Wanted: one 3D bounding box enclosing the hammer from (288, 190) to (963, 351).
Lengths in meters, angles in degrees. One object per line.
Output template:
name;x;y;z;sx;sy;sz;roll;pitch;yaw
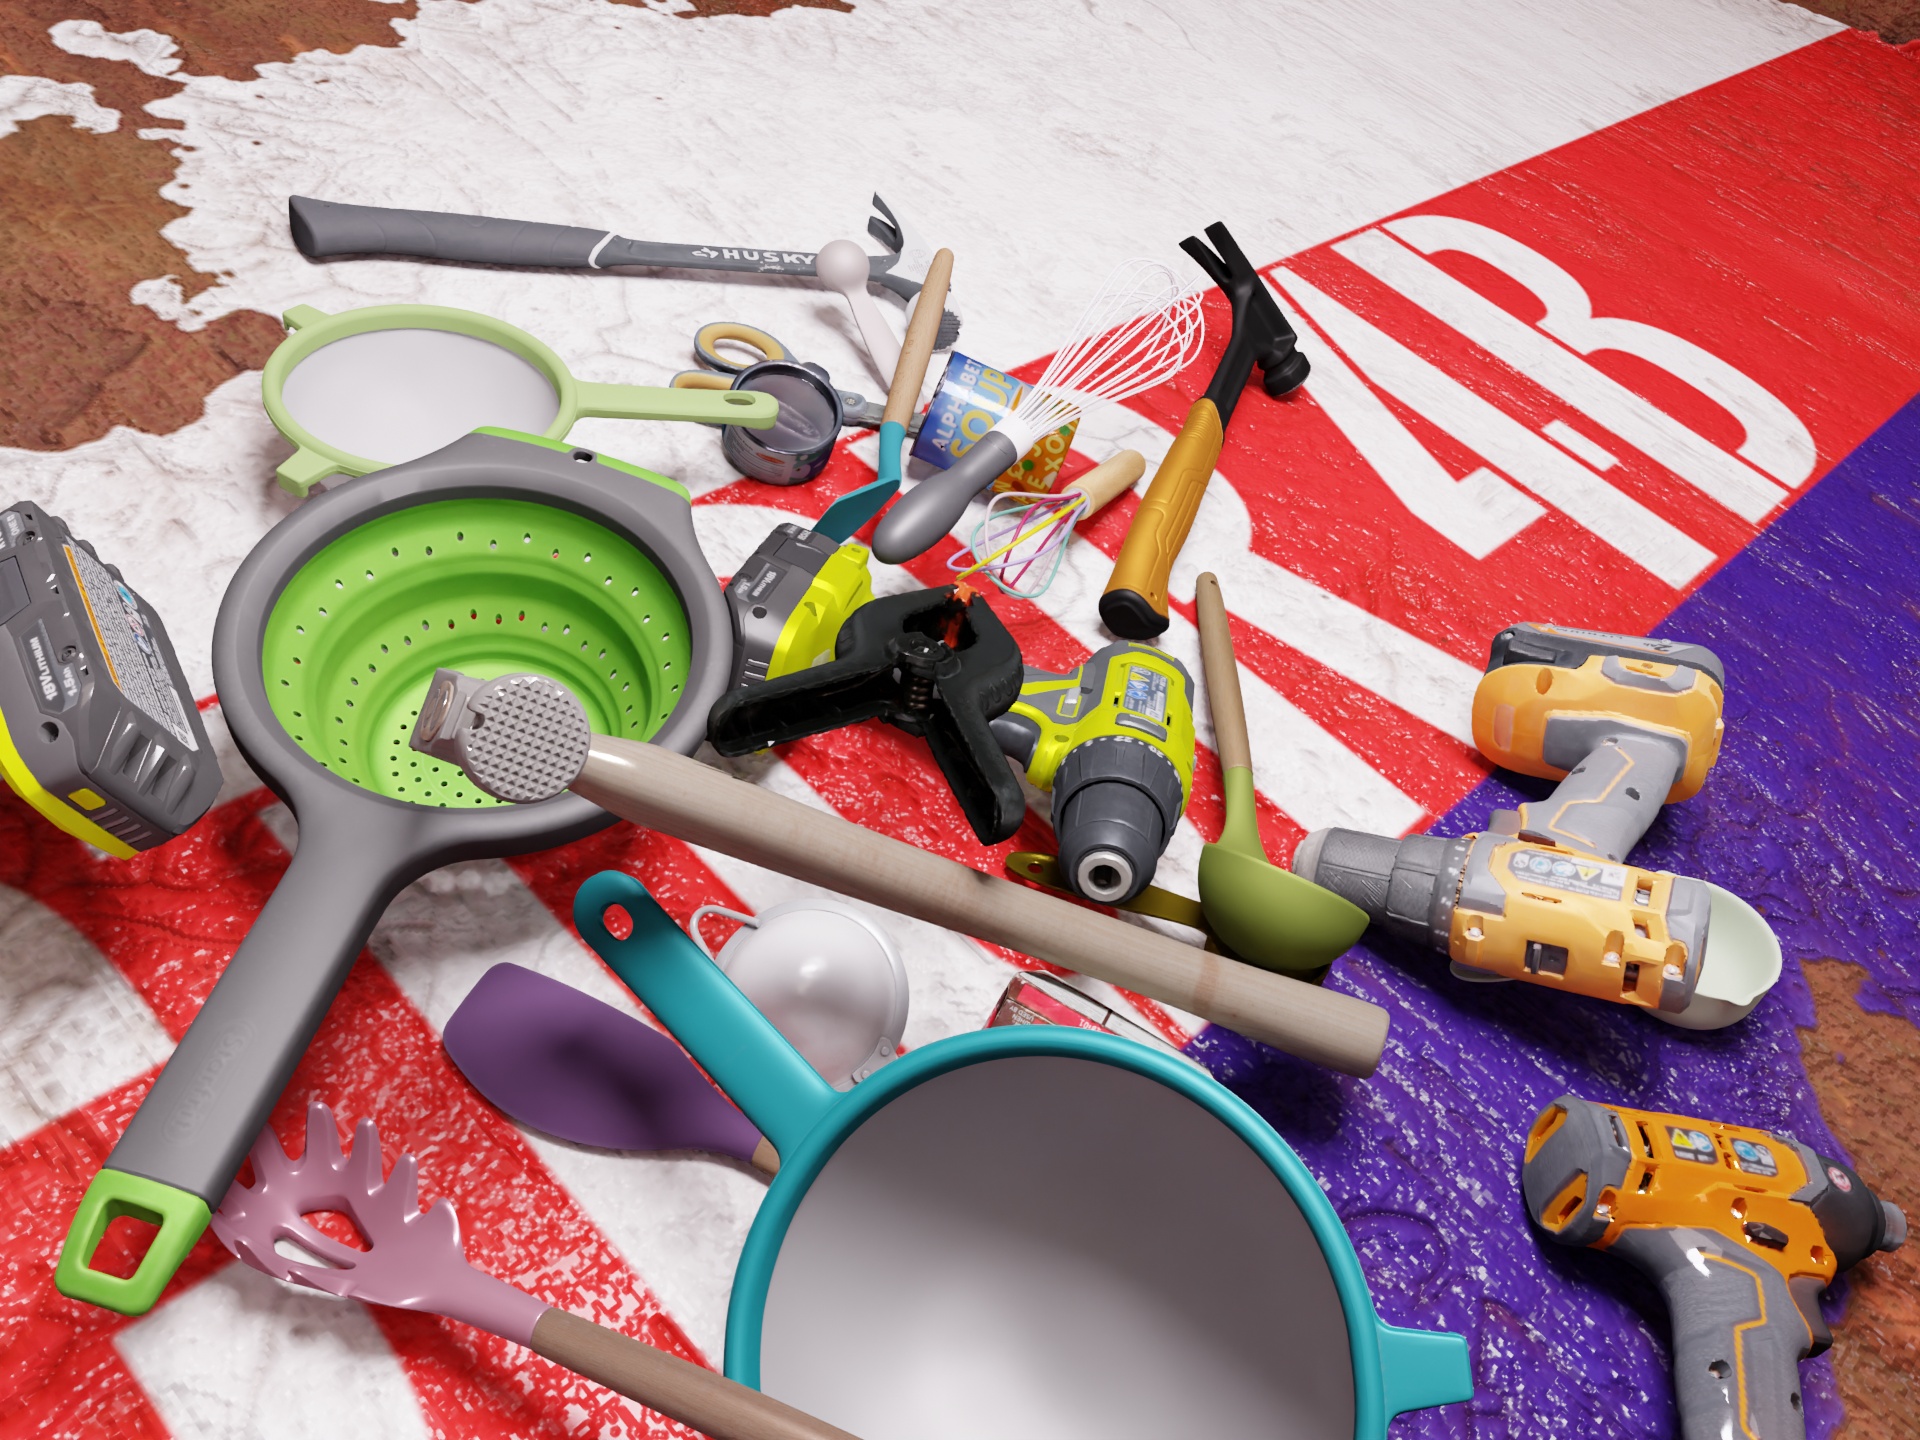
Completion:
hammer;-0.207;-0.302;1.012;0.408;0.036;0.149;-1;47;-18

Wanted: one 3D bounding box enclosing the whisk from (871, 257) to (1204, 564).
whisk;0.045;-0.171;0.867;0.070;0.070;0.285;36;59;17

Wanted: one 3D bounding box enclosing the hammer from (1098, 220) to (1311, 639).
hammer;0.142;-0.173;0.971;0.127;0.034;0.337;50;44;-25

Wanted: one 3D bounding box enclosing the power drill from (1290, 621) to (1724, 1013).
power drill;0.282;0.041;0.798;0.185;0.084;0.226;10;40;25

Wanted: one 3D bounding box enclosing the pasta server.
pasta server;-0.112;0.200;0.509;0.316;0.040;0.060;15;34;19

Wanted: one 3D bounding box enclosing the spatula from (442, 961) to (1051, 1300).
spatula;-0.056;0.177;0.612;0.316;0.018;0.060;24;48;6

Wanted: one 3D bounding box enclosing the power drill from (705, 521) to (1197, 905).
power drill;-0.001;-0.002;0.736;0.228;0.080;0.191;20;27;1

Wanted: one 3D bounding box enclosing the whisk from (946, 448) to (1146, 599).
whisk;0.061;-0.117;0.884;0.051;0.047;0.245;34;31;10

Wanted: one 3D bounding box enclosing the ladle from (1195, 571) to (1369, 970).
ladle;0.144;0.004;0.794;0.078;0.062;0.320;27;33;-16

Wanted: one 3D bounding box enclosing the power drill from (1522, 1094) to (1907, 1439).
power drill;0.325;0.258;0.618;0.164;0.084;0.227;11;41;-9

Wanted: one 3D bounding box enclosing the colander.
colander;-0.223;0.050;0.633;0.204;0.094;0.397;17;51;0

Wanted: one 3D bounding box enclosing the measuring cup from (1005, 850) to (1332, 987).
measuring cup;0.093;0.095;0.740;0.156;0.029;0.062;17;39;12

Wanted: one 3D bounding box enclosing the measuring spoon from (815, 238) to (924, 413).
measuring spoon;-0.052;-0.246;0.986;0.034;0.018;0.124;-25;84;-16

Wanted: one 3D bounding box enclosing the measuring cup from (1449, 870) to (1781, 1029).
measuring cup;0.315;0.121;0.779;0.167;0.038;0.083;-5;45;-9

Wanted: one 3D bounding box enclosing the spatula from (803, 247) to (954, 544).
spatula;-0.043;-0.190;0.919;0.044;0.082;0.318;28;46;-17

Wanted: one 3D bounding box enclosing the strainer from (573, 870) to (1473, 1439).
strainer;-0.009;0.172;0.554;0.341;0.095;0.211;41;91;24

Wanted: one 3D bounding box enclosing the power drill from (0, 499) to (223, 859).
power drill;-0.385;0.038;0.550;0.223;0.080;0.171;-33;59;-7

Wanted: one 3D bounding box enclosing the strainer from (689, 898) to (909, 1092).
strainer;-0.011;0.152;0.630;0.258;0.050;0.087;37;78;10

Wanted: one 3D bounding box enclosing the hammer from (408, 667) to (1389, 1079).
hammer;-0.002;0.066;0.604;0.410;0.146;0.038;23;83;-26

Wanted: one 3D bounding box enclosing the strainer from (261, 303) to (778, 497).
strainer;-0.225;-0.147;0.833;0.256;0.069;0.152;-2;46;-20
